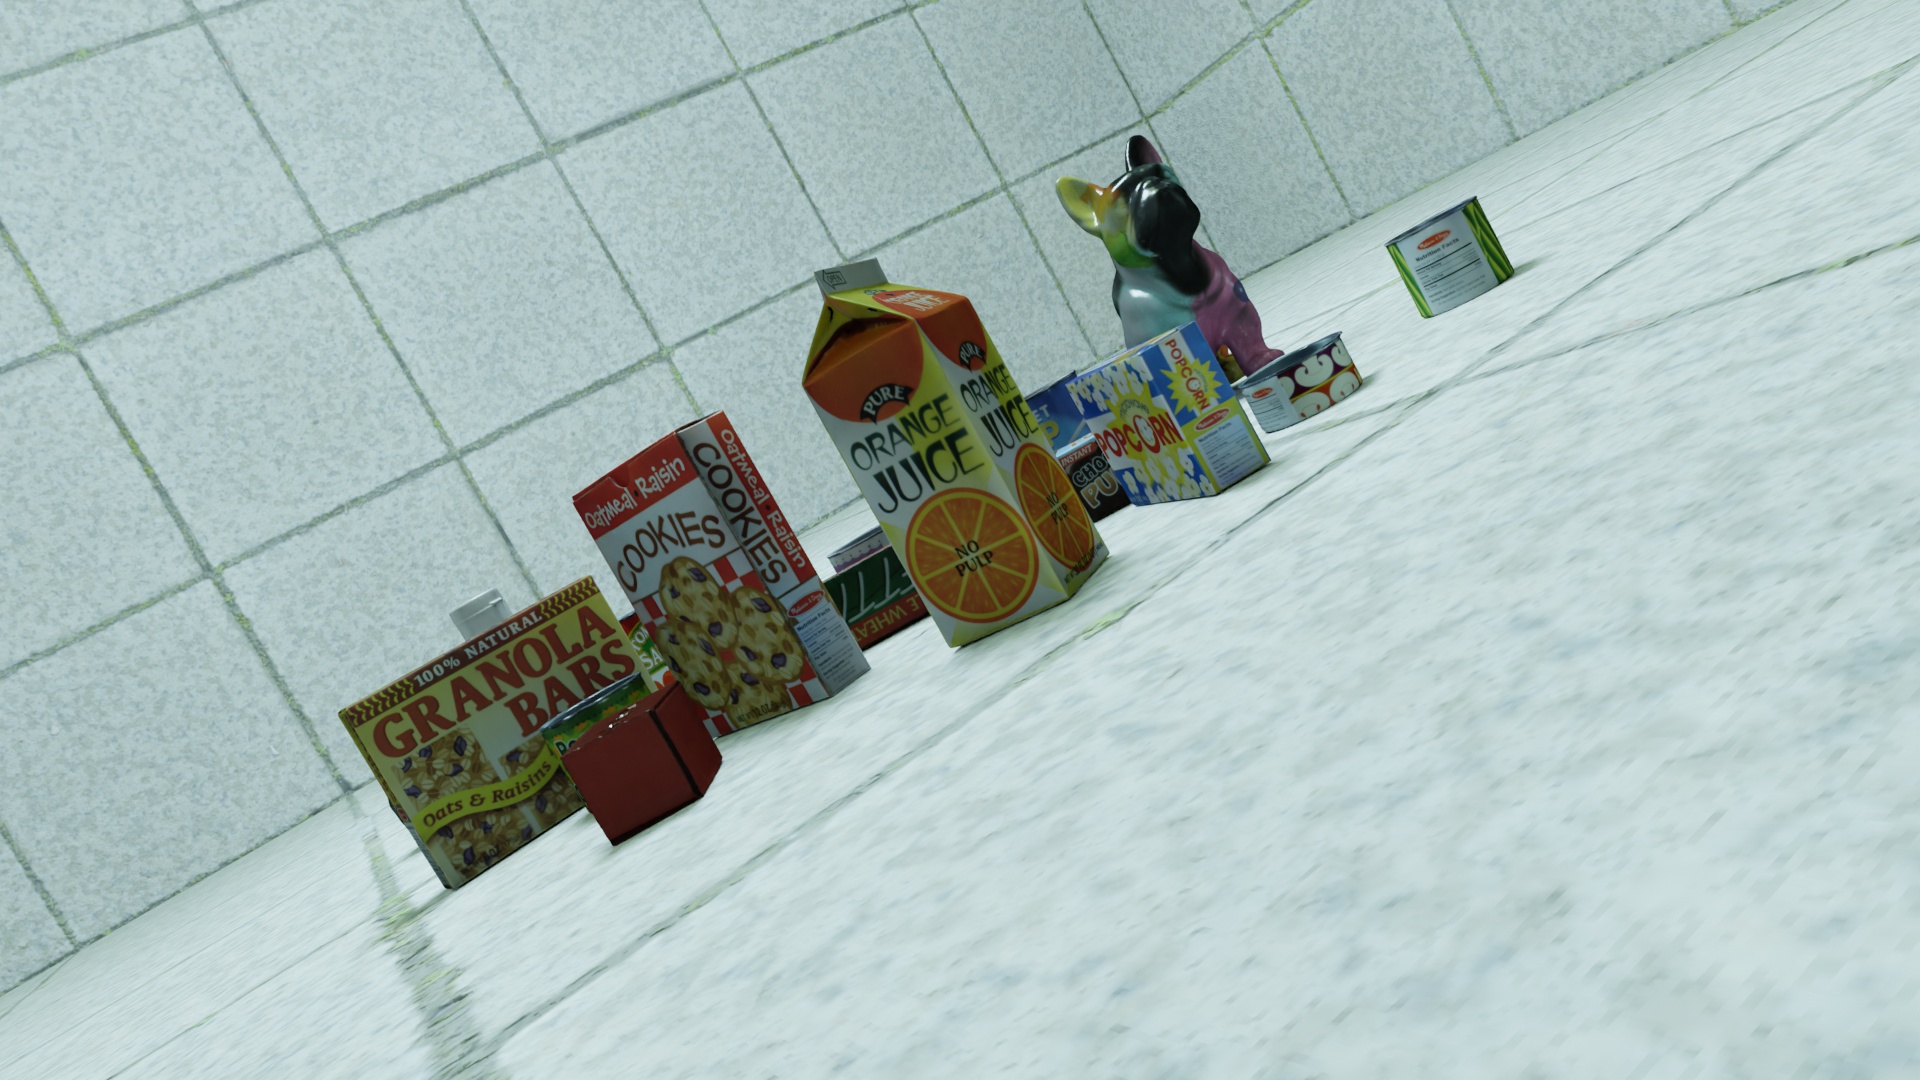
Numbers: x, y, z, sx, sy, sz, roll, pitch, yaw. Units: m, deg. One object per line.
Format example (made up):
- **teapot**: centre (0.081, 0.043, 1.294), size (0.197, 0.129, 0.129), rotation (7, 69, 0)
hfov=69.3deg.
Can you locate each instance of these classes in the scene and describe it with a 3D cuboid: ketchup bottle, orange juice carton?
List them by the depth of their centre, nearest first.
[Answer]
- **orange juice carton**: centre (-0.010, -0.052, 0.688), size (0.073, 0.192, 0.072), rotation (-27, 6, 28)
- **ketchup bottle**: centre (-0.300, 0.104, 0.965), size (0.043, 0.148, 0.065), rotation (-27, 6, 26)

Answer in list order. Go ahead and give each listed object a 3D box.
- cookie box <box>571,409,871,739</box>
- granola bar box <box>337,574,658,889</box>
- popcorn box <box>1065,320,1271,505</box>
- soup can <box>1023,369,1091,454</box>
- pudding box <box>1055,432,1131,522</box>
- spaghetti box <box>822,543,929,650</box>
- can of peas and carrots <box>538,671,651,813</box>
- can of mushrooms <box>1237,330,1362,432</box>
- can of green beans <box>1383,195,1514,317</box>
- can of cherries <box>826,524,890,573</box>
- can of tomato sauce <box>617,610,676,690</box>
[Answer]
- **cookie box**: centre (-0.140, 0.023, 0.794), size (0.122, 0.167, 0.040), rotation (-24, 7, 44)
- **granola bar box**: centre (-0.272, 0.115, 0.855), size (0.166, 0.124, 0.039), rotation (-33, 6, -33)
- **popcorn box**: centre (0.111, -0.067, 0.769), size (0.038, 0.085, 0.126), rotation (-30, 5, -12)
- **soup can**: centre (0.073, -0.072, 1.021), size (0.071, 0.083, 0.071), rotation (-29, 5, 3)
- **pudding box**: centre (0.105, -0.052, 0.855), size (0.083, 0.049, 0.030), rotation (-28, 5, 10)
- **spaghetti box**: centre (-0.055, 0.036, 0.859), size (0.250, 0.050, 0.029), rotation (-28, 5, 6)
- **can of peas and carrots**: centre (-0.204, 0.119, 0.813), size (0.071, 0.058, 0.071), rotation (-29, 5, 3)
- **can of mushrooms**: centre (0.203, -0.094, 0.823), size (0.071, 0.033, 0.071), rotation (-29, 5, 3)
- **can of green beans**: centre (0.329, -0.190, 0.935), size (0.071, 0.058, 0.071), rotation (-29, 5, 3)
- **can of cherries**: centre (-0.047, 0.020, 0.921), size (0.071, 0.058, 0.071), rotation (-29, 5, 3)
- **can of tomato sauce**: centre (-0.273, 0.107, 1.148), size (0.071, 0.083, 0.071), rotation (-29, 5, 3)
